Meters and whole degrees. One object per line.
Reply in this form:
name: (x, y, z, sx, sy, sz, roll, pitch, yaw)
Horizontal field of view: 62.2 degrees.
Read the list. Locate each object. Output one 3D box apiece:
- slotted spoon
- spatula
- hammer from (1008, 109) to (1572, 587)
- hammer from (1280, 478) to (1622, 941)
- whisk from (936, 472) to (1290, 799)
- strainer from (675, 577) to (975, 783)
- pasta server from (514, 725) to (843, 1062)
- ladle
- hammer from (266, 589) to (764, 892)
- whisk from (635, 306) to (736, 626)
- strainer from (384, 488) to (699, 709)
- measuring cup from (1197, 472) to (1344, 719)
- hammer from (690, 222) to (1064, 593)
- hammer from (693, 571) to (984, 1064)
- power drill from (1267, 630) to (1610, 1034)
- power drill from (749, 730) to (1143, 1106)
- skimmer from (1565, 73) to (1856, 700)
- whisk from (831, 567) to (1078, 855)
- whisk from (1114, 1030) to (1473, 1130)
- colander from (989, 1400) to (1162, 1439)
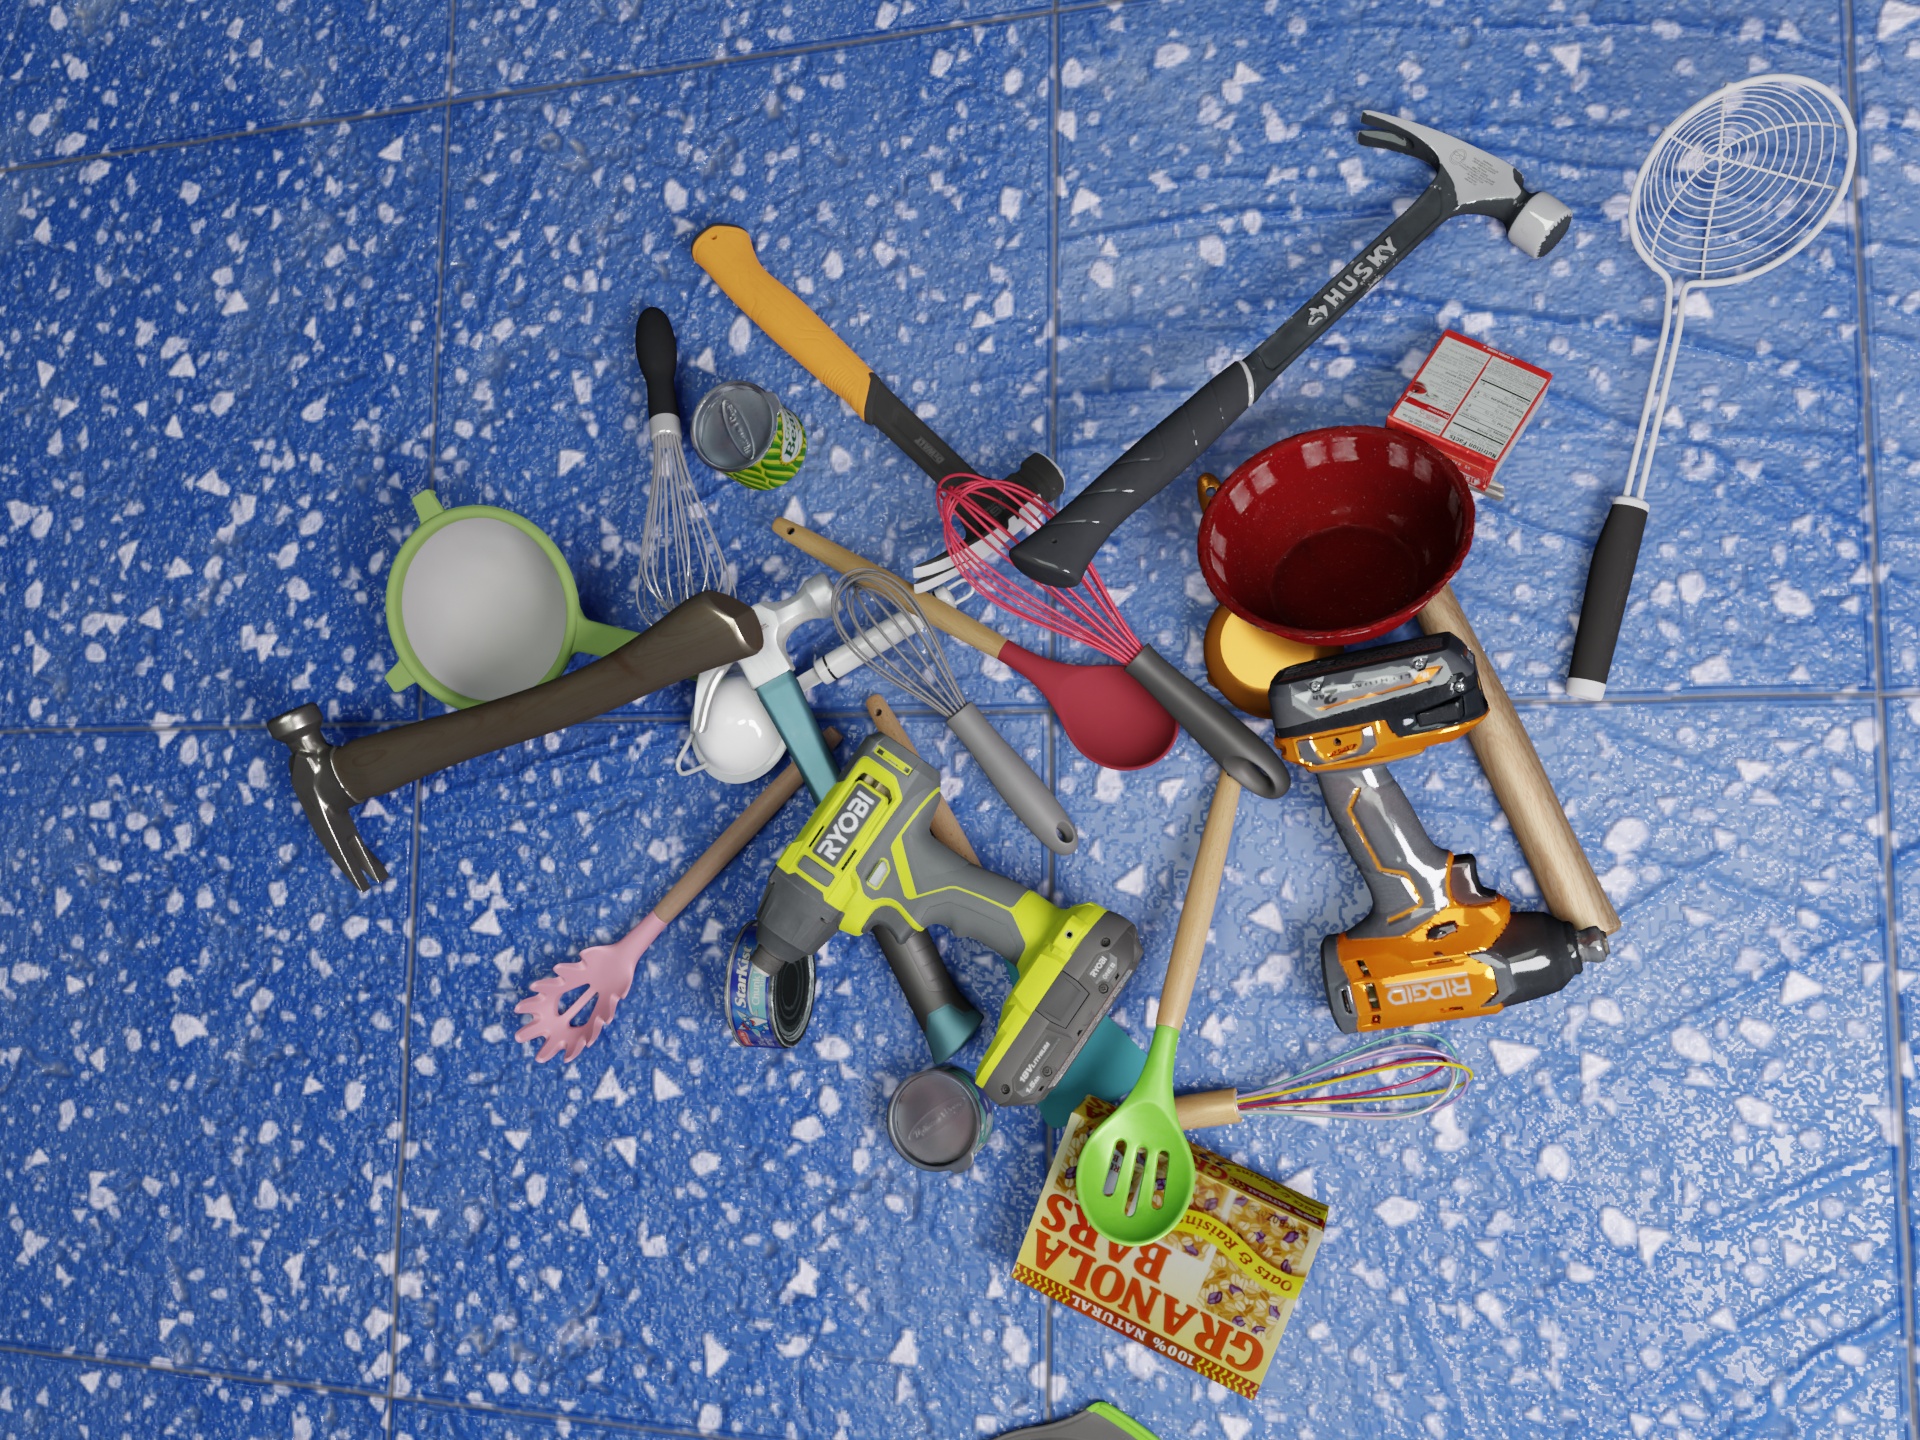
slotted spoon: (0.137, 0.166, 0.985, 0.070, 0.031, 0.314, 12, 71, 14)
spatula: (0.015, 0.117, 1.071, 0.082, 0.044, 0.318, -33, 71, 11)
hammer: (0.187, -0.227, 0.990, 0.409, 0.036, 0.149, -42, 70, -9)
hammer: (0.322, -0.020, 0.986, 0.130, 0.031, 0.331, -25, 78, 14)
whisk: (0.097, -0.054, 1.011, 0.296, 0.073, 0.073, 42, 97, 1)
strainer: (-0.102, -0.033, 1.114, 0.258, 0.050, 0.087, -30, 69, 9)
pasta server: (-0.196, 0.121, 1.127, 0.060, 0.040, 0.316, 45, 97, 4)
ladle: (0.005, -0.059, 1.071, 0.315, 0.031, 0.069, 30, 86, 11)
hammer: (-0.309, 0.007, 1.113, 0.410, 0.038, 0.146, -18, 102, 25)
whisk: (-0.207, -0.179, 1.135, 0.070, 0.070, 0.285, -18, 65, 15)
strainer: (-0.288, -0.071, 1.163, 0.256, 0.069, 0.151, 14, 101, 8)
measuring cup: (0.185, -0.085, 1.022, 0.095, 0.052, 0.174, -22, 80, 14)
hammer: (-0.084, -0.235, 1.117, 0.127, 0.034, 0.337, -39, 70, -14)
hammer: (-0.073, 0.074, 1.071, 0.128, 0.033, 0.331, -27, 86, 2)
power drill: (0.280, 0.068, 0.940, 0.164, 0.084, 0.226, -12, 98, 20)
power drill: (-0.014, 0.136, 1.004, 0.223, 0.080, 0.171, 34, 88, 14)
skimmer: (0.428, -0.189, 0.939, 0.127, 0.090, 0.363, 13, 91, -14)
whisk: (-0.002, -0.003, 1.051, 0.055, 0.055, 0.239, -40, 93, 10)
whisk: (0.194, 0.235, 0.993, 0.245, 0.047, 0.051, -13, 82, 19)
colander: (0.012, 0.620, 0.981, 0.205, 0.094, 0.397, 34, 95, 17)
